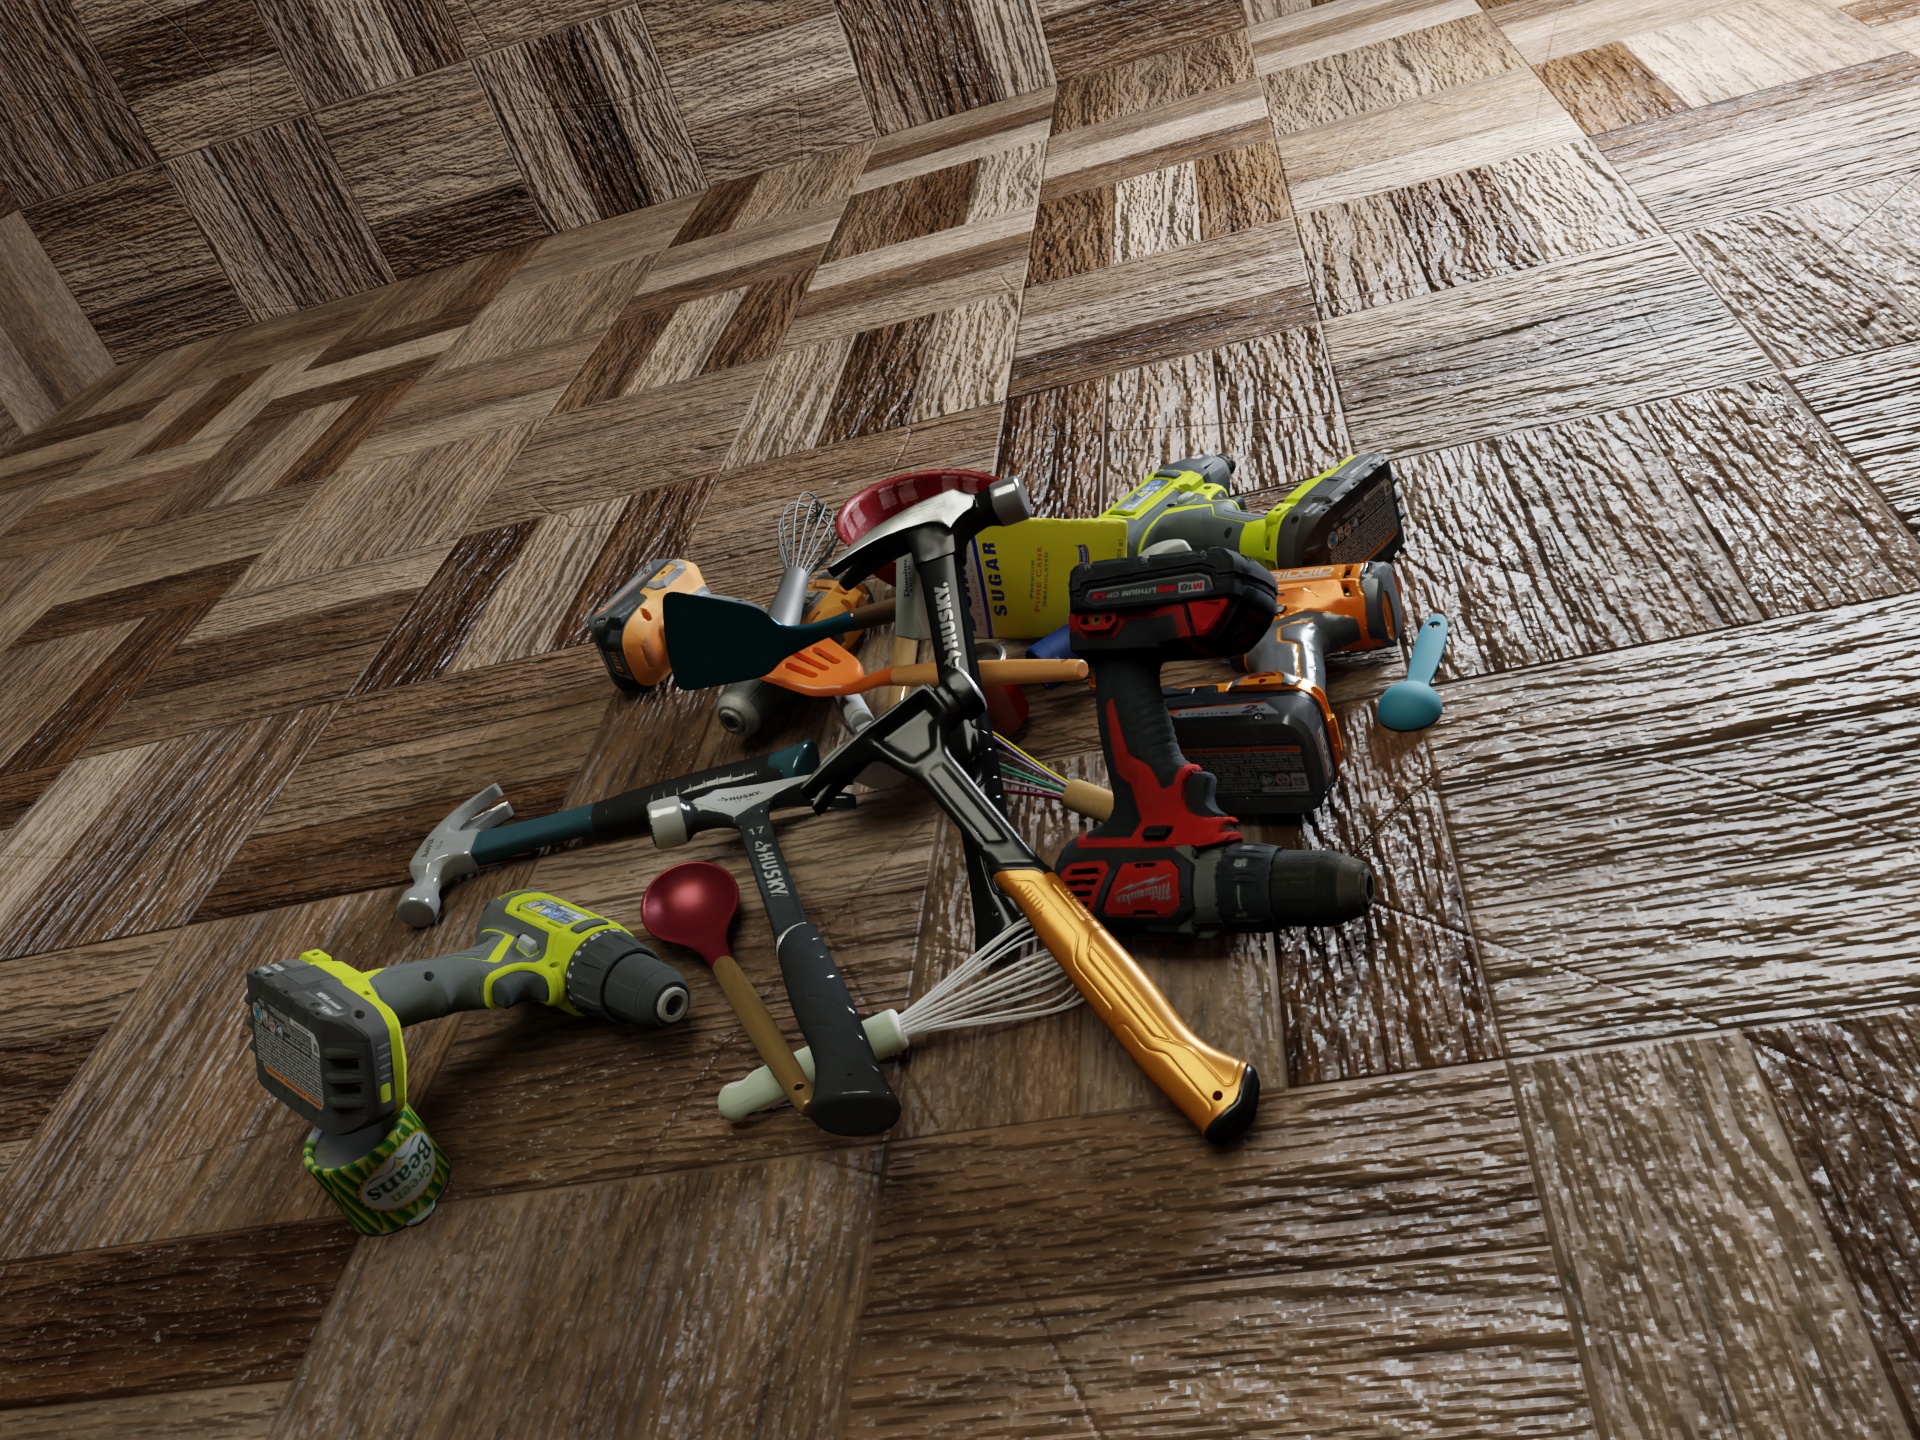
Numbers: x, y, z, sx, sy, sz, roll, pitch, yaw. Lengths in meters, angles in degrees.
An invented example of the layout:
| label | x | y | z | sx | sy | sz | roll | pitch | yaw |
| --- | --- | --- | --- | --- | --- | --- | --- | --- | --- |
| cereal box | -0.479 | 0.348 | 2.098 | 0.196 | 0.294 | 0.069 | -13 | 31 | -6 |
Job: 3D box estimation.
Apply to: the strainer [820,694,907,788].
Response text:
| label | x | y | z | sx | sy | sz | roll | pitch | yaw |
| --- | --- | --- | --- | --- | --- | --- | --- | --- | --- |
| strainer | -0.070 | 0.005 | 1.187 | 0.087 | 0.050 | 0.259 | -25 | 20 | -5 |

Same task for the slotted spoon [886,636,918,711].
| label | x | y | z | sx | sy | sz | roll | pitch | yaw |
| --- | --- | --- | --- | --- | --- | --- | --- | --- | --- |
| slotted spoon | -0.045 | -0.085 | 1.344 | 0.070 | 0.031 | 0.314 | -10 | 35 | 10 |

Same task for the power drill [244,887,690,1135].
| label | x | y | z | sx | sy | sz | roll | pitch | yaw |
| --- | --- | --- | --- | --- | --- | --- | --- | --- | --- |
| power drill | -0.302 | 0.175 | 0.994 | 0.191 | 0.080 | 0.228 | 13 | 19 | 42 |

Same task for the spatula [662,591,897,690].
| label | x | y | z | sx | sy | sz | roll | pitch | yaw |
| --- | --- | --- | --- | --- | --- | --- | --- | --- | --- |
| spatula | -0.064 | -0.087 | 1.204 | 0.317 | 0.082 | 0.044 | -15 | 32 | -20 |

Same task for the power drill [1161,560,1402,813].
| label | x | y | z | sx | sy | sz | roll | pitch | yaw |
| --- | --- | --- | --- | --- | --- | --- | --- | --- | --- |
| power drill | 0.198 | -0.031 | 1.081 | 0.164 | 0.084 | 0.227 | -3 | 33 | 30 |

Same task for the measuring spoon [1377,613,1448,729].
| label | x | y | z | sx | sy | sz | roll | pitch | yaw |
| --- | --- | --- | --- | --- | --- | --- | --- | --- | --- |
| measuring spoon | 0.312 | -0.041 | 1.080 | 0.042 | 0.021 | 0.129 | 0 | 39 | 29 |

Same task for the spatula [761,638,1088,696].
| label | x | y | z | sx | sy | sz | roll | pitch | yaw |
| --- | --- | --- | --- | --- | --- | --- | --- | --- | --- |
| spatula | -0.033 | -0.041 | 1.158 | 0.323 | 0.041 | 0.081 | 0 | 26 | 47 |

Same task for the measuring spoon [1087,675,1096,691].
| label | x | y | z | sx | sy | sz | roll | pitch | yaw |
| --- | --- | --- | --- | --- | --- | --- | --- | --- | --- |
| measuring spoon | 0.142 | -0.051 | 1.206 | 0.117 | 0.011 | 0.021 | -33 | 27 | -26 |

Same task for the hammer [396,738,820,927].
| label | x | y | z | sx | sy | sz | roll | pitch | yaw |
| --- | --- | --- | --- | --- | --- | --- | --- | --- | --- |
| hammer | -0.267 | 0.073 | 1.226 | 0.331 | 0.033 | 0.128 | -15 | 34 | 9 |

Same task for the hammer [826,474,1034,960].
| label | x | y | z | sx | sy | sz | roll | pitch | yaw |
| --- | --- | --- | --- | --- | --- | --- | --- | --- | --- |
| hammer | -0.002 | -0.003 | 1.048 | 0.146 | 0.035 | 0.335 | -17 | 61 | 14 |

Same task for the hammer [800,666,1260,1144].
| label | x | y | z | sx | sy | sz | roll | pitch | yaw |
| --- | --- | --- | --- | --- | --- | --- | --- | --- | --- |
| hammer | 0.042 | 0.108 | 0.899 | 0.127 | 0.034 | 0.337 | -37 | 55 | -8 |

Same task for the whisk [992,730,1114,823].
| label | x | y | z | sx | sy | sz | roll | pitch | yaw |
| --- | --- | --- | --- | --- | --- | --- | --- | --- | --- |
| whisk | 0.060 | 0.048 | 1.082 | 0.245 | 0.051 | 0.047 | 20 | 71 | 41 |

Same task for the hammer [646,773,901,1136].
| label | x | y | z | sx | sy | sz | roll | pitch | yaw |
| --- | --- | --- | --- | --- | --- | --- | --- | --- | --- |
| hammer | -0.100 | 0.128 | 0.987 | 0.149 | 0.036 | 0.409 | -13 | 24 | -12 |

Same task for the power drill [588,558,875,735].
| label | x | y | z | sx | sy | sz | roll | pitch | yaw |
| --- | --- | --- | --- | --- | --- | --- | --- | --- | --- |
| power drill | -0.208 | -0.062 | 1.353 | 0.226 | 0.084 | 0.185 | 7 | 42 | 29 |

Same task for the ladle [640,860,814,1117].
| label | x | y | z | sx | sy | sz | roll | pitch | yaw |
| --- | --- | --- | --- | --- | --- | --- | --- | --- | --- |
| ladle | -0.140 | 0.163 | 0.993 | 0.069 | 0.031 | 0.316 | -26 | 25 | -14 |

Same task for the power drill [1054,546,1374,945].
| label | x | y | z | sx | sy | sz | roll | pitch | yaw |
| --- | --- | --- | --- | --- | --- | --- | --- | --- | --- |
| power drill | 0.146 | 0.018 | 0.935 | 0.188 | 0.227 | 0.080 | -3 | -8 | 30 |

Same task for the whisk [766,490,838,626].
| label | x | y | z | sx | sy | sz | roll | pitch | yaw |
| --- | --- | --- | --- | --- | --- | --- | --- | --- | --- |
| whisk | -0.136 | -0.118 | 1.301 | 0.055 | 0.055 | 0.239 | -12 | 34 | 13 |

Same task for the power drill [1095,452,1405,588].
| label | x | y | z | sx | sy | sz | roll | pitch | yaw |
| --- | --- | --- | --- | --- | --- | --- | --- | --- | --- |
| power drill | 0.229 | -0.163 | 1.263 | 0.223 | 0.080 | 0.171 | 13 | 43 | 46 |

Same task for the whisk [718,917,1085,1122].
| label | x | y | z | sx | sy | sz | roll | pitch | yaw |
| --- | --- | --- | --- | --- | --- | --- | --- | --- | --- |
| whisk | -0.028 | 0.178 | 0.930 | 0.246 | 0.059 | 0.058 | -24 | -4 | 1 |
